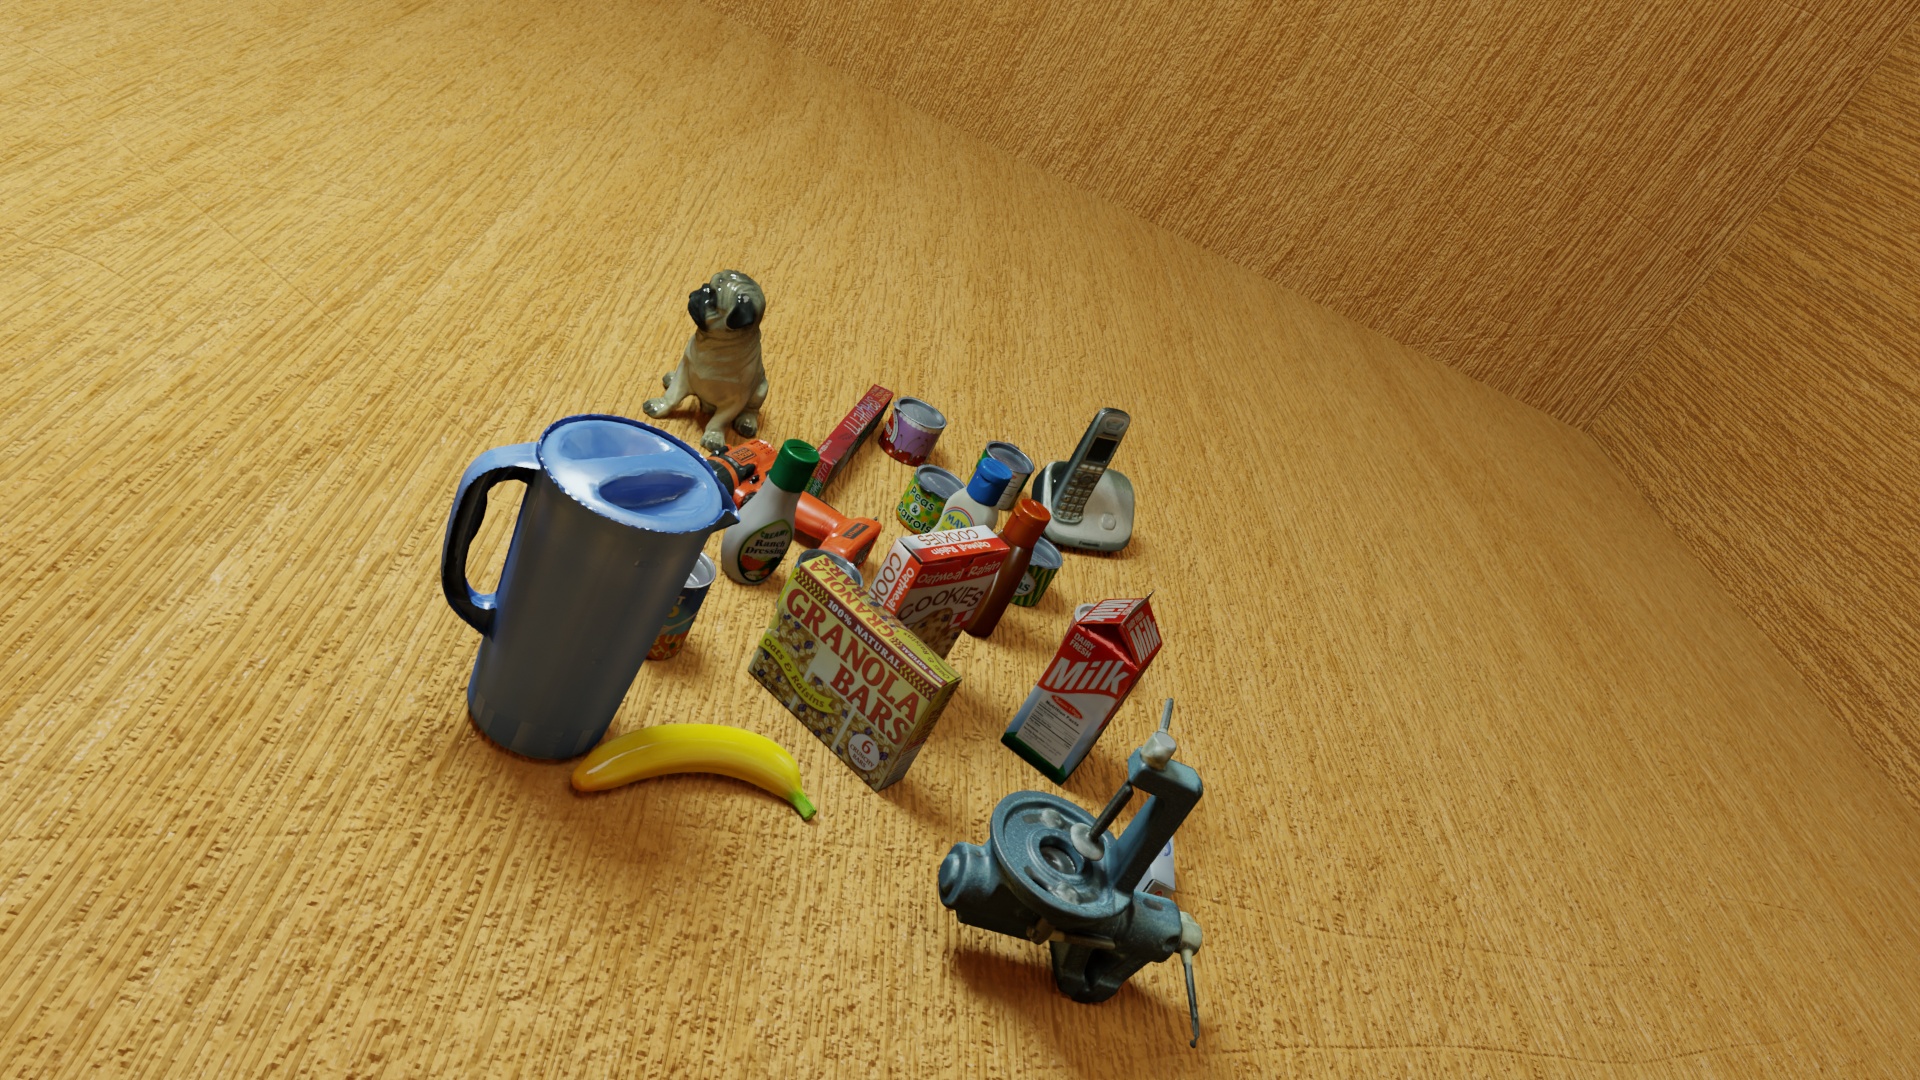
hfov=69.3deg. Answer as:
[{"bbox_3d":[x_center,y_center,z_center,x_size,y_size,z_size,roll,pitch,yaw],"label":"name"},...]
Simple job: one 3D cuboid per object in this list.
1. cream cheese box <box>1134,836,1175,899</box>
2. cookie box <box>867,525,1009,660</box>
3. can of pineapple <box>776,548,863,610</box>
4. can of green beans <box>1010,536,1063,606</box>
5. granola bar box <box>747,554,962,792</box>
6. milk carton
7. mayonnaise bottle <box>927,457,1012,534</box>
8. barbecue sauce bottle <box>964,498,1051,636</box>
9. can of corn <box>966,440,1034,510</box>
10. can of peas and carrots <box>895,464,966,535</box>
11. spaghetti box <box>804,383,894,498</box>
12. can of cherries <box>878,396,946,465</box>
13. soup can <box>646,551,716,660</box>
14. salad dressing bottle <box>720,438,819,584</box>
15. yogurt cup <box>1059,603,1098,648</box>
[{"bbox_3d":[0.163,0.281,1.207,0.024,0.053,0.104,26,28,-7],"label":"cream cheese box"},{"bbox_3d":[-0.039,0.066,1.253,0.040,0.166,0.123,44,31,26],"label":"cookie box"},{"bbox_3d":[-0.132,0.052,1.308,0.071,0.057,0.071,23,28,-13],"label":"can of pineapple"},{"bbox_3d":[0.071,0.031,1.532,0.071,0.057,0.071,23,28,-13],"label":"can of green beans"},{"bbox_3d":[-0.093,0.112,1.174,0.166,0.123,0.039,40,29,19],"label":"granola bar box"},{"bbox_3d":[0.121,0.126,1.280,0.073,0.189,0.072,36,28,12],"label":"milk carton"},{"bbox_3d":[0.005,-0.018,1.456,0.065,0.147,0.041,39,29,17],"label":"mayonnaise bottle"},{"bbox_3d":[0.042,0.025,1.418,0.044,0.147,0.065,14,31,-28],"label":"barbecue sauce bottle"},{"bbox_3d":[0.049,-0.080,1.697,0.071,0.058,0.071,23,28,-13],"label":"can of corn"},{"bbox_3d":[-0.033,-0.042,1.556,0.071,0.058,0.071,23,28,-13],"label":"can of peas and carrots"},{"bbox_3d":[-0.129,-0.118,1.602,0.029,0.050,0.251,29,28,-1],"label":"spaghetti box"},{"bbox_3d":[-0.061,-0.133,1.681,0.071,0.058,0.072,23,28,-13],"label":"can of cherries"},{"bbox_3d":[-0.253,0.050,1.169,0.071,0.083,0.072,23,28,-13],"label":"soup can"},{"bbox_3d":[-0.177,-0.027,1.300,0.064,0.147,0.044,3,37,-40],"label":"salad dressing bottle"},{"bbox_3d":[0.140,0.108,1.473,0.072,0.053,0.073,23,28,-13],"label":"yogurt cup"}]
